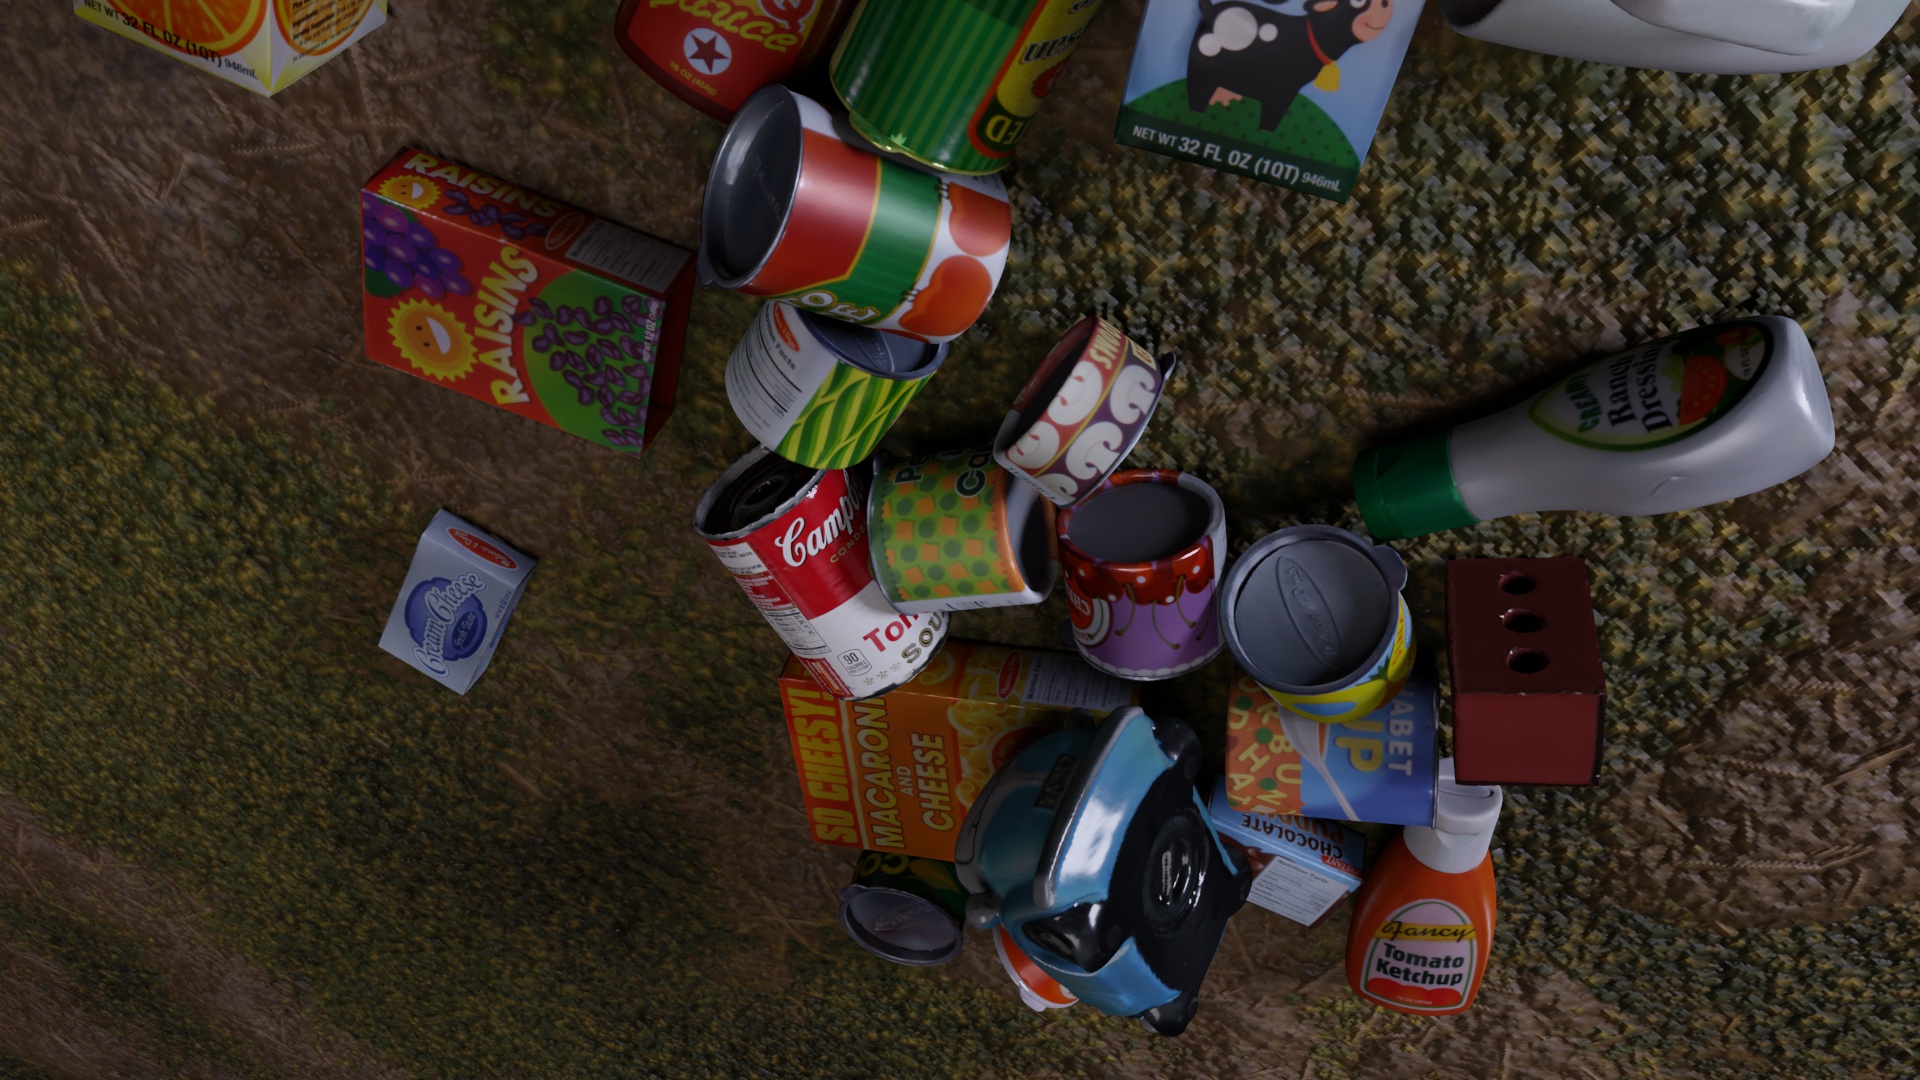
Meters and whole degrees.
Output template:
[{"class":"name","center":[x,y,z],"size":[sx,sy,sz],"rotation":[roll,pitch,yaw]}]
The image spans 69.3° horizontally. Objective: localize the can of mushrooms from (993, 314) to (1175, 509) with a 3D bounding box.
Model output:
[{"class":"can of mushrooms","center":[0.044,-0.049,0.510],"size":[0.033,0.071,0.070],"rotation":[34,131,-11]}]

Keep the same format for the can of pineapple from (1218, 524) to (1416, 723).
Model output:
[{"class":"can of pineapple","center":[0.141,0.033,0.535],"size":[0.071,0.071,0.058],"rotation":[-7,159,23]}]

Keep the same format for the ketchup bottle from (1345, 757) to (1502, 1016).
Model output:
[{"class":"ketchup bottle","center":[0.220,0.163,0.649],"size":[0.065,0.044,0.148],"rotation":[6,130,12]}]

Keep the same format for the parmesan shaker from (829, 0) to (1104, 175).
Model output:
[{"class":"parmesan shaker","center":[0.010,-0.169,0.413],"size":[0.071,0.072,0.102],"rotation":[29,132,-8]}]

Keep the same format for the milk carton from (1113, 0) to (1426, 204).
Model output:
[{"class":"milk carton","center":[0.100,-0.194,0.361],"size":[0.072,0.074,0.189],"rotation":[16,132,5]}]

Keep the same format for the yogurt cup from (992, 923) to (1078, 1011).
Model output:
[{"class":"yogurt cup","center":[0.058,0.201,0.722],"size":[0.072,0.073,0.053],"rotation":[41,122,-17]}]

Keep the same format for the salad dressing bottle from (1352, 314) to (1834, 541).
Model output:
[{"class":"salad dressing bottle","center":[0.210,-0.032,0.476],"size":[0.147,0.064,0.044],"rotation":[-17,129,38]}]

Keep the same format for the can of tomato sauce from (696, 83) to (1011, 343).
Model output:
[{"class":"can of tomato sauce","center":[-0.036,-0.105,0.465],"size":[0.083,0.071,0.071],"rotation":[10,142,-36]}]

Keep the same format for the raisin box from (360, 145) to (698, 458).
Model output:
[{"class":"raisin box","center":[-0.174,-0.095,0.560],"size":[0.123,0.040,0.085],"rotation":[20,133,-1]}]

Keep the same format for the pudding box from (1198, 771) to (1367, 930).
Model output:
[{"class":"pudding box","center":[0.147,0.150,0.671],"size":[0.084,0.030,0.049],"rotation":[23,134,-2]}]

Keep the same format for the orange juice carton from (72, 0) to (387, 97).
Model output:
[{"class":"orange juice carton","center":[-0.223,-0.245,0.423],"size":[0.072,0.073,0.191],"rotation":[23,132,-2]}]

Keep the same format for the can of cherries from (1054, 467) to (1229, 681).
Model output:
[{"class":"can of cherries","center":[0.071,0.013,0.551],"size":[0.071,0.072,0.058],"rotation":[1,129,17]}]

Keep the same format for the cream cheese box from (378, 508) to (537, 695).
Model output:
[{"class":"cream cheese box","center":[-0.257,0.033,0.706],"size":[0.053,0.024,0.103],"rotation":[32,131,-8]}]

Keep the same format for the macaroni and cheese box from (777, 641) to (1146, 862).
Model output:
[{"class":"macaroni and cheese box","center":[0.005,0.105,0.672],"size":[0.166,0.040,0.123],"rotation":[6,130,12]}]

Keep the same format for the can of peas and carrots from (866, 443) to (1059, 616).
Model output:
[{"class":"can of peas and carrots","center":[0.002,-0.007,0.560],"size":[0.058,0.071,0.070],"rotation":[-6,127,22]}]

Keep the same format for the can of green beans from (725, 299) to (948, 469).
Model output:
[{"class":"can of green beans","center":[-0.047,-0.069,0.522],"size":[0.071,0.071,0.057],"rotation":[33,132,-11]}]

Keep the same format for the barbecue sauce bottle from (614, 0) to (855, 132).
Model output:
[{"class":"barbecue sauce bottle","center":[-0.050,-0.199,0.426],"size":[0.065,0.044,0.148],"rotation":[31,132,-16]}]

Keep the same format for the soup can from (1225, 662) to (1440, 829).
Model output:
[{"class":"soup can","center":[0.157,0.083,0.585],"size":[0.084,0.072,0.071],"rotation":[2,130,17]}]

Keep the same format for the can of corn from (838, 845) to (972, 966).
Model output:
[{"class":"can of corn","center":[-0.026,0.179,0.733],"size":[0.071,0.058,0.070],"rotation":[9,132,11]}]
